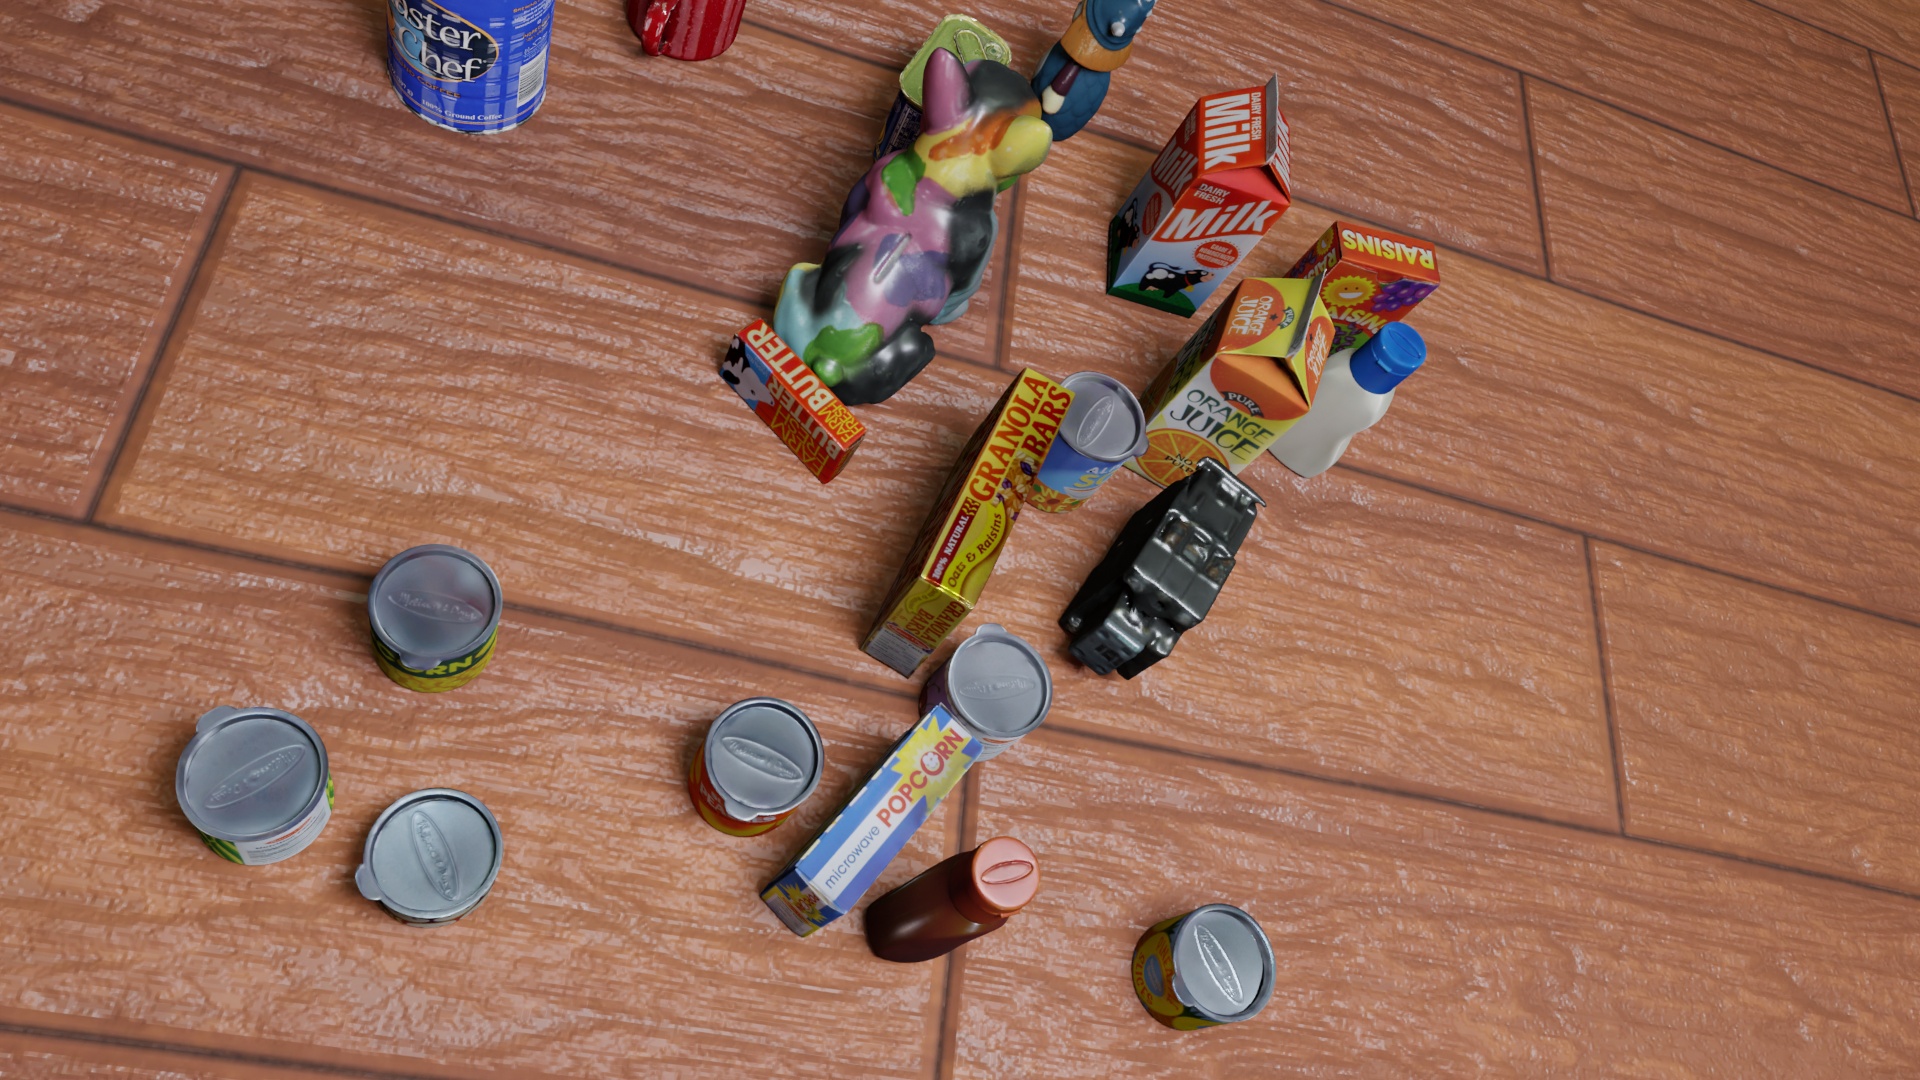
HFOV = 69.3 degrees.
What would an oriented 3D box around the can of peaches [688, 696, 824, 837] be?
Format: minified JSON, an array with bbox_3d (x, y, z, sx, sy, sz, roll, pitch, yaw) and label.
[{"bbox_3d":[-0.116,0.129,0.775,0.071,0.057,0.071,9,63,-17],"label":"can of peaches"}]

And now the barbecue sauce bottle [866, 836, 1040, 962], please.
[{"bbox_3d":[-0.001,0.191,0.737,0.065,0.148,0.044,-6,69,-24],"label":"barbecue sauce bottle"}]

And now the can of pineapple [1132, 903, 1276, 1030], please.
[{"bbox_3d":[0.140,0.252,0.816,0.071,0.057,0.071,9,63,-17],"label":"can of pineapple"}]

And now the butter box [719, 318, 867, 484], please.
[{"bbox_3d":[-0.107,-0.088,0.886,0.103,0.053,0.024,46,59,4],"label":"butter box"}]

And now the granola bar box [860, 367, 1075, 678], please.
[{"bbox_3d":[0.003,-0.011,0.850,0.039,0.123,0.166,30,59,-6],"label":"granola bar box"}]

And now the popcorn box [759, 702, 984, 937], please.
[{"bbox_3d":[-0.050,0.156,0.772,0.038,0.085,0.127,43,59,2],"label":"popcorn box"}]

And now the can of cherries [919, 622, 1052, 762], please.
[{"bbox_3d":[0.015,0.093,0.843,0.071,0.058,0.072,9,63,-17],"label":"can of cherries"}]

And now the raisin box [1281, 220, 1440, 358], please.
[{"bbox_3d":[0.286,-0.182,1.042,0.086,0.123,0.040,9,63,-17],"label":"raisin box"}]

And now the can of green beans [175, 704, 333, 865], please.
[{"bbox_3d":[-0.348,0.123,0.689,0.071,0.057,0.071,9,63,-17],"label":"can of green beans"}]

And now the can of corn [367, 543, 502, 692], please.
[{"bbox_3d":[-0.284,0.046,0.750,0.071,0.058,0.071,9,63,-17],"label":"can of corn"}]

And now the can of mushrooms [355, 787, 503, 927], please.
[{"bbox_3d":[-0.272,0.164,0.712,0.071,0.033,0.071,9,63,-17],"label":"can of mushrooms"}]

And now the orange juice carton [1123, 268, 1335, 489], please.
[{"bbox_3d":[0.183,-0.104,0.924,0.073,0.191,0.072,29,59,-6],"label":"orange juice carton"}]

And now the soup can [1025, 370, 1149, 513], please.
[{"bbox_3d":[0.078,-0.062,0.927,0.071,0.083,0.071,9,63,-17],"label":"soup can"}]

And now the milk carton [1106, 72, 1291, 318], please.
[{"bbox_3d":[0.176,-0.245,0.990,0.073,0.189,0.072,13,62,-15],"label":"milk carton"}]

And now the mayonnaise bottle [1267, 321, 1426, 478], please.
[{"bbox_3d":[0.270,-0.101,0.983,0.065,0.147,0.041,43,59,2],"label":"mayonnaise bottle"}]
